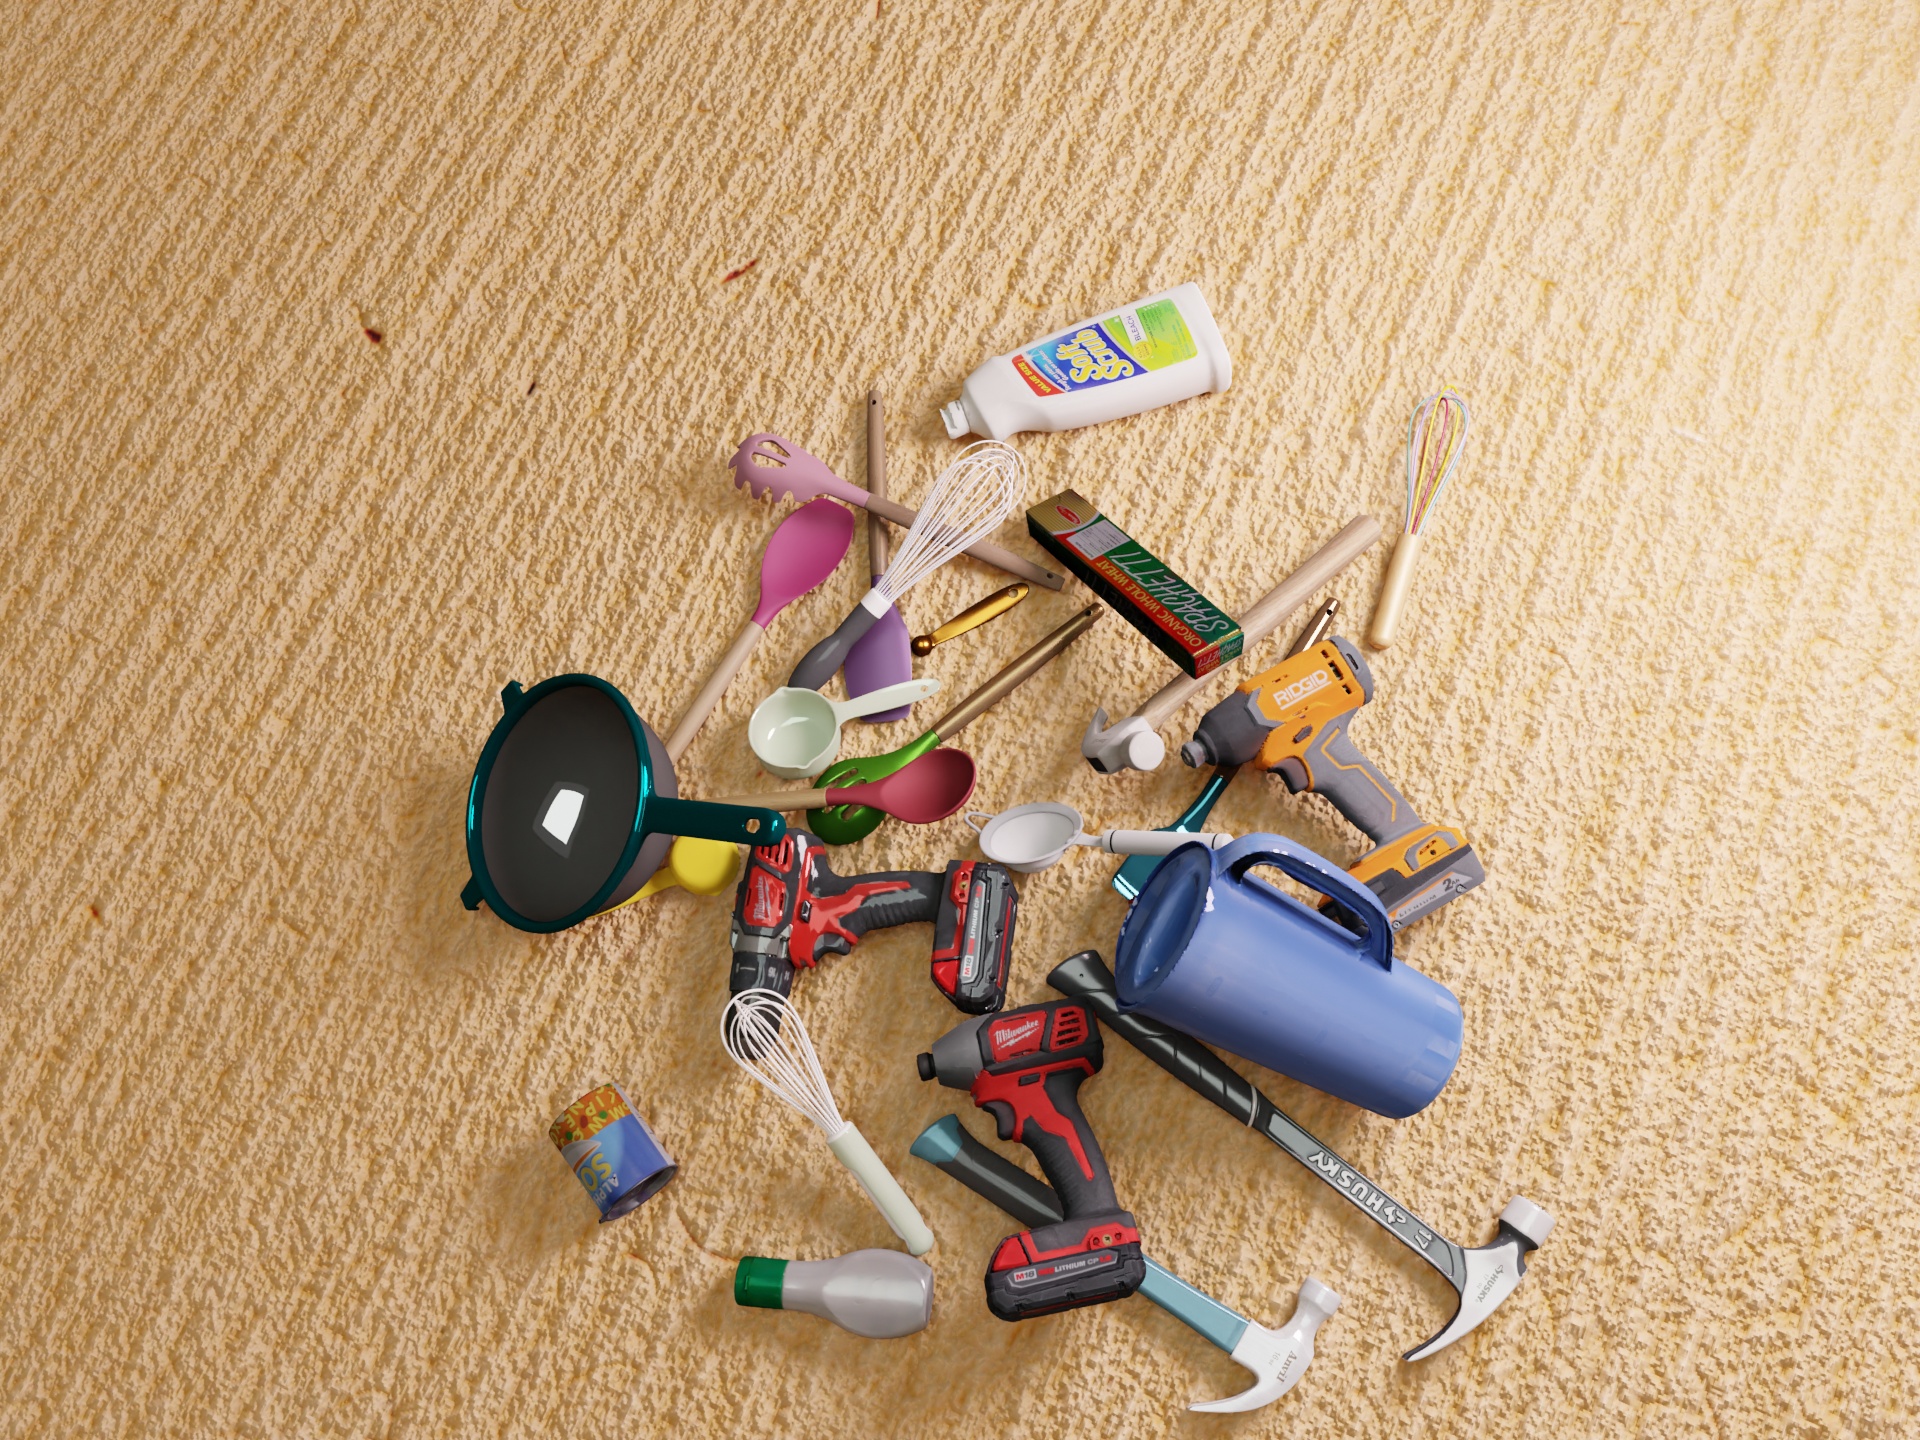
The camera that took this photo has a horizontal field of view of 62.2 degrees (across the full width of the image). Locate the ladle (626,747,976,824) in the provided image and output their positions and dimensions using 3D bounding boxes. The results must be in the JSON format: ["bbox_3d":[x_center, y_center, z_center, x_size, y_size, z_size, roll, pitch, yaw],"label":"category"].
[{"bbox_3d":[-0.133,0.066,1.310,0.315,0.031,0.069,-6,54,17],"label":"ladle"}]

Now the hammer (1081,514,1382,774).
[{"bbox_3d":[0.227,-0.065,1.311,0.331,0.130,0.031,-40,102,-18],"label":"hammer"}]

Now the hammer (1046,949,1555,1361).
[{"bbox_3d":[0.236,0.312,1.215,0.409,0.036,0.149,36,80,16],"label":"hammer"}]

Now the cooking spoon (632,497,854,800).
[{"bbox_3d":[-0.192,-0.062,1.390,0.069,0.017,0.319,29,77,16],"label":"cooking spoon"}]

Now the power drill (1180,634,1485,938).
[{"bbox_3d":[0.286,0.063,1.248,0.164,0.084,0.227,-27,78,-11],"label":"power drill"}]

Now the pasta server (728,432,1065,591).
[{"bbox_3d":[-0.057,-0.179,1.394,0.316,0.040,0.060,23,74,2],"label":"pasta server"}]

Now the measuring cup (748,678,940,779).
[{"bbox_3d":[-0.096,0.001,1.349,0.167,0.038,0.083,-17,60,-6],"label":"measuring cup"}]

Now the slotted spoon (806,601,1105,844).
[{"bbox_3d":[-0.002,-0.004,1.348,0.314,0.031,0.070,-37,67,-8],"label":"slotted spoon"}]

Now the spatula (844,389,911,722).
[{"bbox_3d":[-0.075,-0.149,1.407,0.060,0.018,0.316,-5,72,9],"label":"spatula"}]

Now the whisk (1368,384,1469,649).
[{"bbox_3d":[0.387,-0.176,1.355,0.051,0.047,0.245,17,78,10],"label":"whisk"}]

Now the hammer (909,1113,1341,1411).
[{"bbox_3d":[0.110,0.398,1.201,0.331,0.033,0.128,30,76,14],"label":"hammer"}]

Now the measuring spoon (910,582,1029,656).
[{"bbox_3d":[0.008,-0.090,1.381,0.117,0.011,0.021,-29,72,-4],"label":"measuring spoon"}]

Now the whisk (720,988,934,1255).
[{"bbox_3d":[-0.098,0.308,1.213,0.059,0.058,0.246,-37,93,-16],"label":"whisk"}]

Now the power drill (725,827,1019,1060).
[{"bbox_3d":[-0.077,0.186,1.269,0.227,0.080,0.188,6,73,11],"label":"power drill"}]

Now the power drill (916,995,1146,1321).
[{"bbox_3d":[0.052,0.321,1.179,0.143,0.078,0.220,-11,64,-1],"label":"power drill"}]

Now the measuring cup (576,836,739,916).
[{"bbox_3d":[-0.261,0.133,1.327,0.156,0.029,0.062,-21,71,-2],"label":"measuring cup"}]

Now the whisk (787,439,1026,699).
[{"bbox_3d":[-0.049,-0.123,1.352,0.070,0.070,0.284,45,99,17],"label":"whisk"}]

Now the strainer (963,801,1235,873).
[{"bbox_3d":[0.113,0.098,1.251,0.258,0.050,0.087,-1,30,38],"label":"strainer"}]

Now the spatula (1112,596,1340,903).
[{"bbox_3d":[0.231,0.027,1.300,0.082,0.044,0.317,35,79,-5],"label":"spatula"}]

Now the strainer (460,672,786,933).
[{"bbox_3d":[-0.250,0.076,1.269,0.340,0.095,0.211,4,80,35],"label":"strainer"}]
